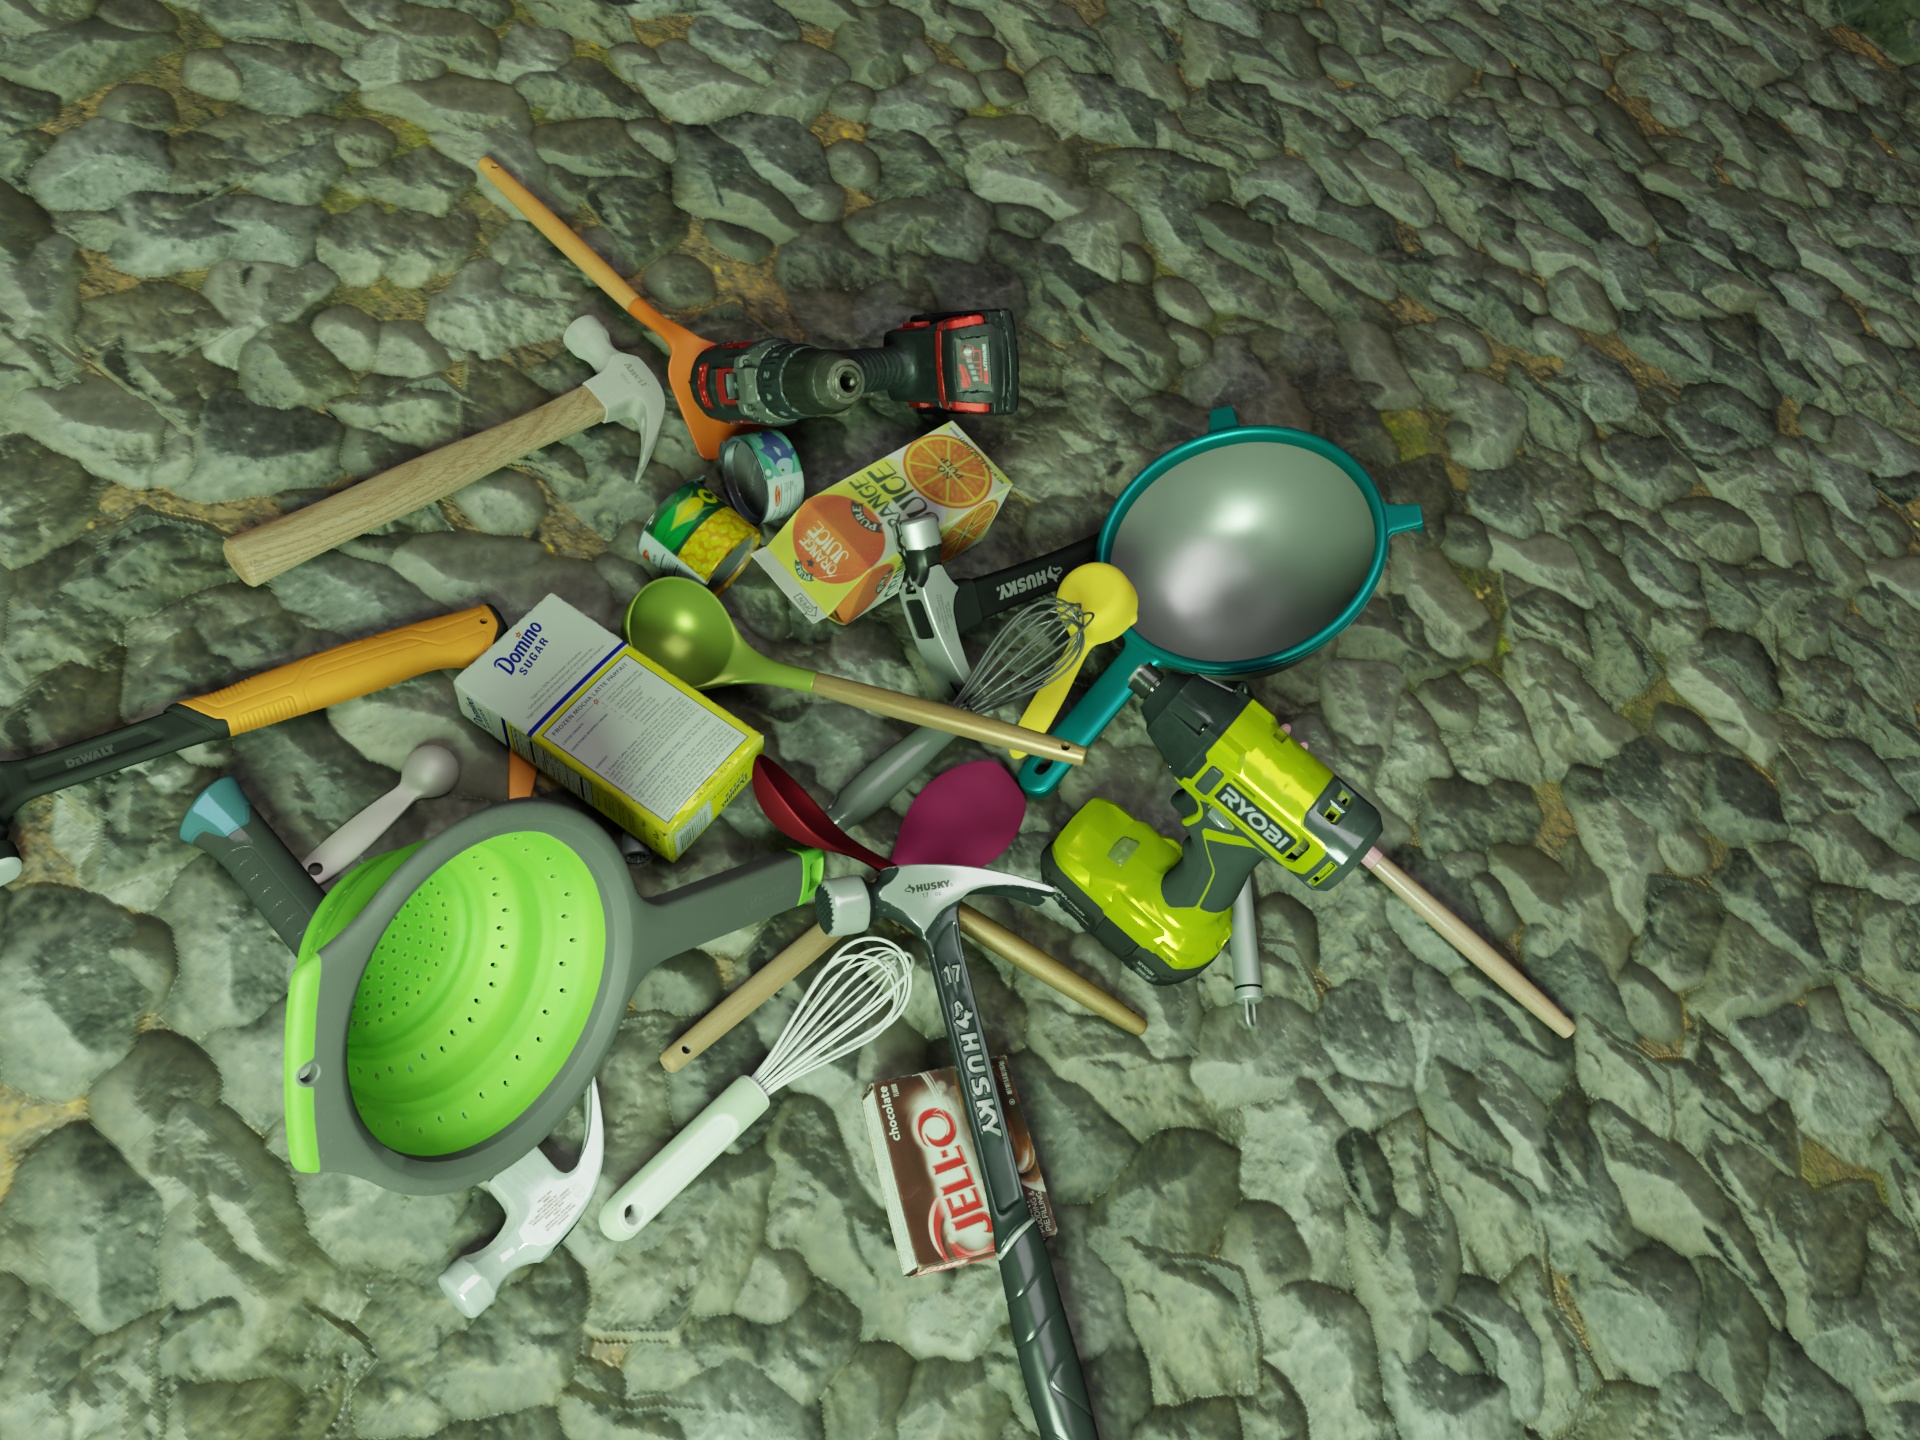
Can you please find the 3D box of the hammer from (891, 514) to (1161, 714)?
[{"bbox_3d":[0.090,-0.114,1.201,0.335,0.035,0.146,-23,105,-40],"label":"hammer"}]

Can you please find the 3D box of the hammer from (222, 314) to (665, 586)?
[{"bbox_3d":[-0.345,-0.175,1.099,0.331,0.031,0.130,-35,76,-34],"label":"hammer"}]

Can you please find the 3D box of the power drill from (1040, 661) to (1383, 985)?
[{"bbox_3d":[0.144,0.067,1.016,0.171,0.223,0.080,41,54,7],"label":"power drill"}]

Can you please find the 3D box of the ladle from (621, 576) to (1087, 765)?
[{"bbox_3d":[-0.071,-0.024,1.043,0.320,0.062,0.078,15,65,10],"label":"ladle"}]

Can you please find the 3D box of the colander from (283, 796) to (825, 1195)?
[{"bbox_3d":[-0.225,0.117,0.886,0.094,0.204,0.397,15,17,30],"label":"colander"}]

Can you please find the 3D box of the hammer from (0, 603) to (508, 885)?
[{"bbox_3d":[-0.438,-0.013,0.960,0.337,0.034,0.127,-22,71,-31],"label":"hammer"}]

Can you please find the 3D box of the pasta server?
[{"bbox_3d":[0.333,0.117,1.173,0.316,0.040,0.060,42,22,5],"label":"pasta server"}]

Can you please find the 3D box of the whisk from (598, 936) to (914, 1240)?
[{"bbox_3d":[-0.115,0.214,0.938,0.246,0.059,0.057,-41,107,-31],"label":"whisk"}]

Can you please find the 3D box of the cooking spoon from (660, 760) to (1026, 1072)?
[{"bbox_3d":[-0.068,0.122,1.025,0.319,0.017,0.069,-38,89,-33],"label":"cooking spoon"}]

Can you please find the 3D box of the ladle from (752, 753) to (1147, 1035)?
[{"bbox_3d":[-0.007,0.119,1.020,0.315,0.031,0.069,34,10,-12],"label":"ladle"}]

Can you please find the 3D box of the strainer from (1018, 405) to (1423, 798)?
[{"bbox_3d":[0.170,-0.060,1.169,0.211,0.095,0.340,37,81,32],"label":"strainer"}]

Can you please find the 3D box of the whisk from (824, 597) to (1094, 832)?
[{"bbox_3d":[-0.001,-0.003,1.076,0.239,0.055,0.055,-41,79,-12],"label":"whisk"}]

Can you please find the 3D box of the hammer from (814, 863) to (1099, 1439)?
[{"bbox_3d":[0.031,0.275,0.914,0.149,0.036,0.409,-6,70,-25],"label":"hammer"}]

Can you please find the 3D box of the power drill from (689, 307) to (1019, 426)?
[{"bbox_3d":[-0.063,-0.255,1.164,0.226,0.188,0.080,-14,107,-33],"label":"power drill"}]

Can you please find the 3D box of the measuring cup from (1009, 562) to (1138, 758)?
[{"bbox_3d":[0.072,-0.044,1.126,0.062,0.029,0.156,22,75,31],"label":"measuring cup"}]

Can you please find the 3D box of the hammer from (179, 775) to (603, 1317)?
[{"bbox_3d":[-0.325,0.162,0.890,0.331,0.033,0.128,47,55,9],"label":"hammer"}]

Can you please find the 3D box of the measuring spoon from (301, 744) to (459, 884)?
[{"bbox_3d":[-0.352,0.057,0.959,0.034,0.018,0.124,38,55,4],"label":"measuring spoon"}]

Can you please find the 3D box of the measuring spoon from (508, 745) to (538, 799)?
[{"bbox_3d":[-0.277,0.021,1.014,0.021,0.011,0.117,8,57,-16],"label":"measuring spoon"}]

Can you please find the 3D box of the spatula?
[{"bbox_3d":[-0.268,-0.329,1.230,0.323,0.041,0.081,44,56,14],"label":"spatula"}]

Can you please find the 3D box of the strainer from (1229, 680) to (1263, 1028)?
[{"bbox_3d":[0.193,0.092,1.134,0.050,0.086,0.259,-13,62,23],"label":"strainer"}]
